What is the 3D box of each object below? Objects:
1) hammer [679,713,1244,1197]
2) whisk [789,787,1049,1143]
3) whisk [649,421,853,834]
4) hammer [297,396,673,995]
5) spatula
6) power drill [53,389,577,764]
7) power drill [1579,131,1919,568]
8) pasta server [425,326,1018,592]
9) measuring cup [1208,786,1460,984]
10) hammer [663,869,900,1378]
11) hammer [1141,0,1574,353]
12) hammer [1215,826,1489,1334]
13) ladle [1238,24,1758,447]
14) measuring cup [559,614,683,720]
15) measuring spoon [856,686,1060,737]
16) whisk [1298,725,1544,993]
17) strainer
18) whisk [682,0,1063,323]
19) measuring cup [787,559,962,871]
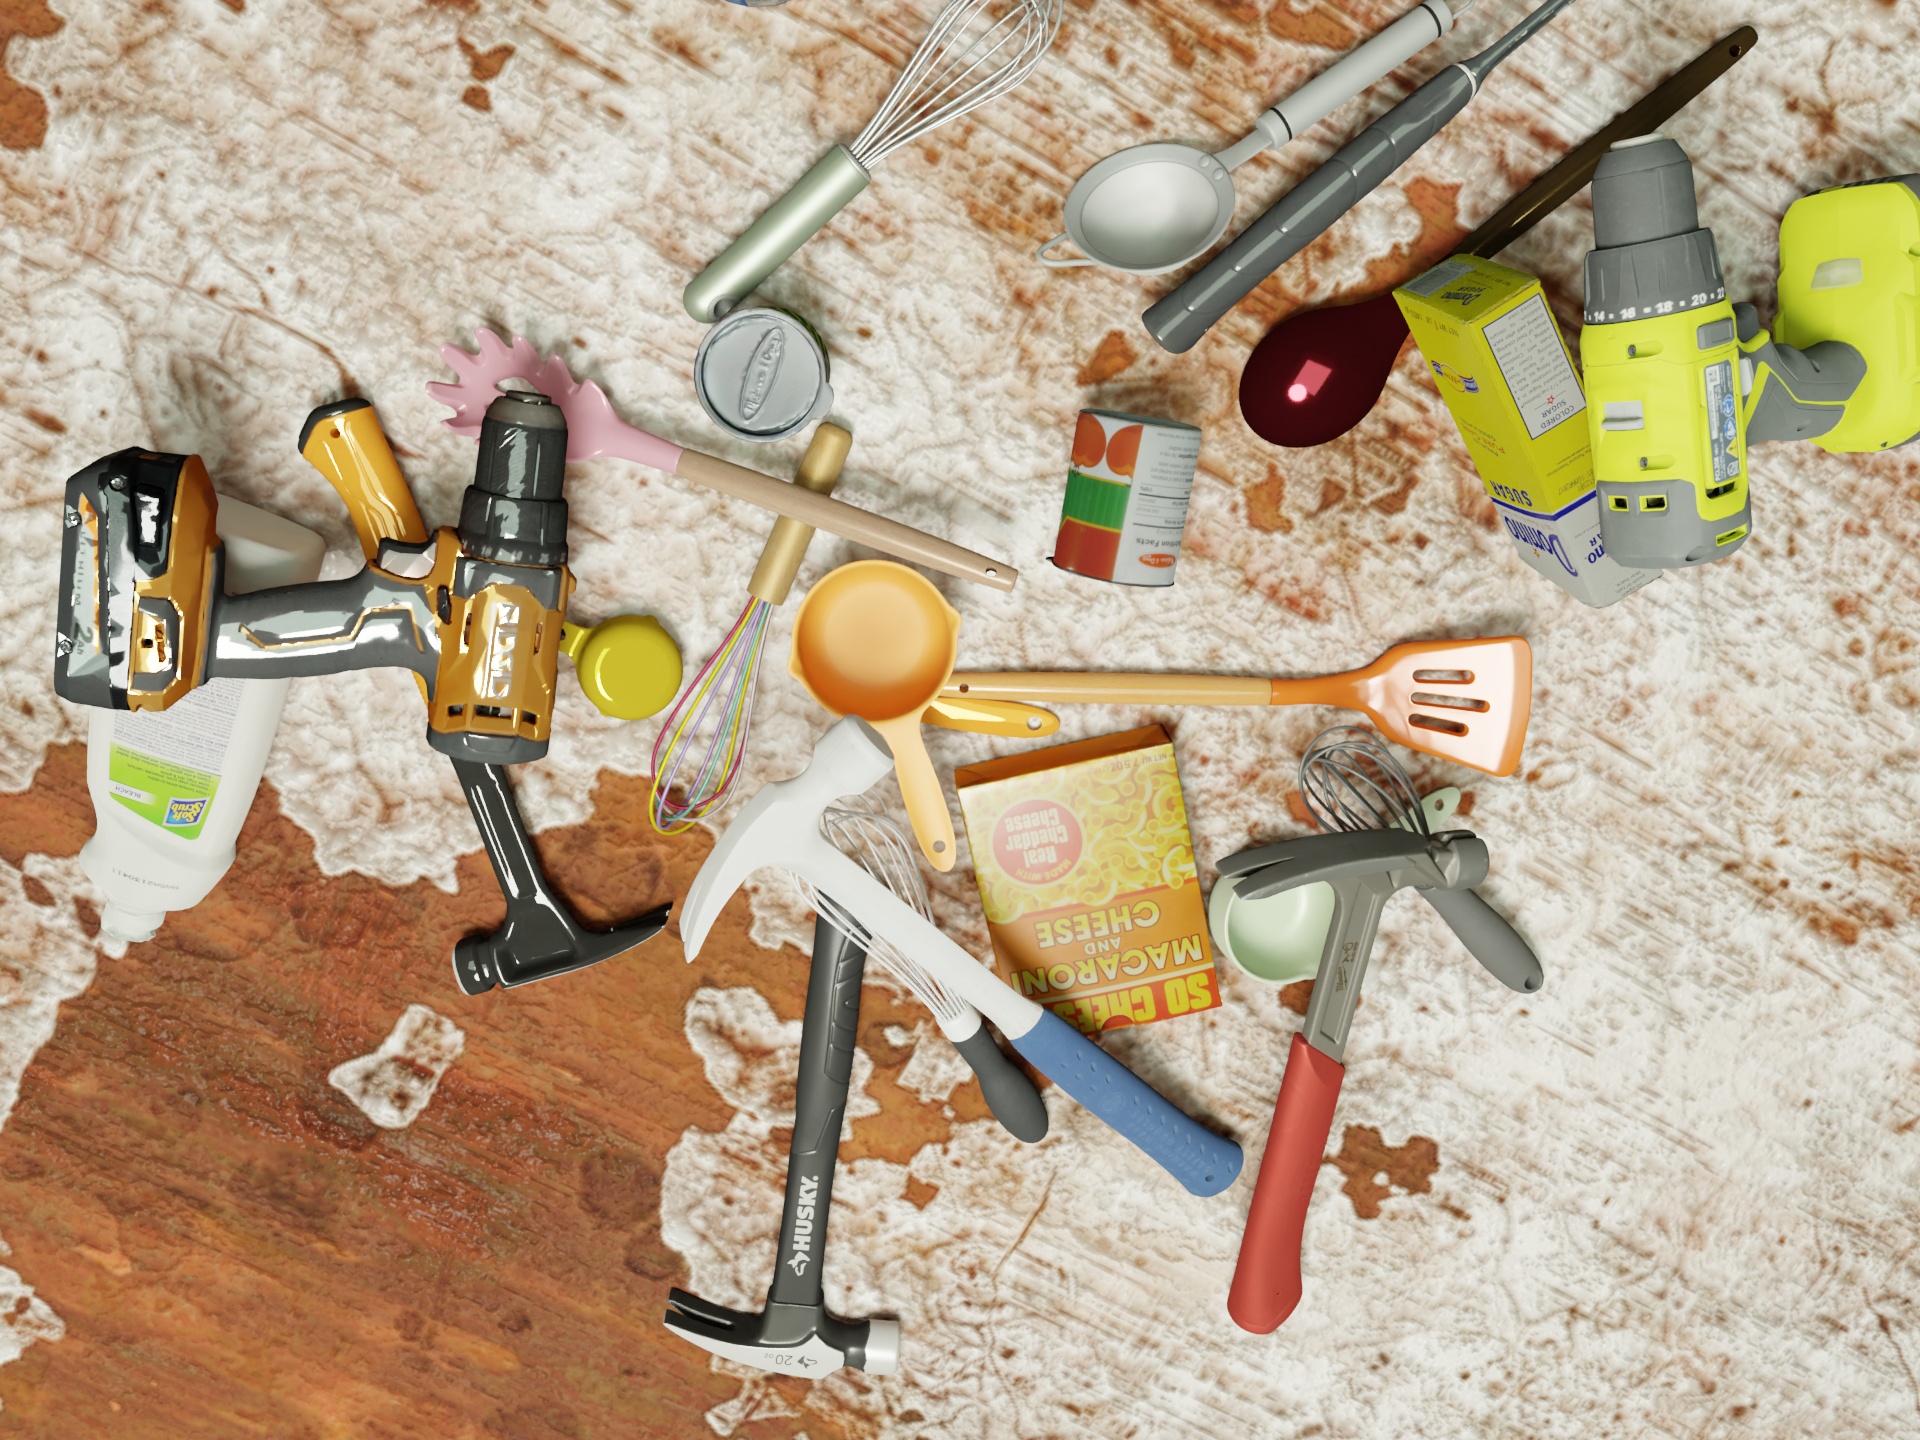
[{"bbox_3d":[0.023,0.161,0.863,0.144,0.035,0.405,-42,122,9],"label":"hammer"},{"bbox_3d":[-0.017,0.147,0.896,0.070,0.070,0.284,-27,119,6],"label":"whisk"},{"bbox_3d":[-0.114,-0.047,0.869,0.047,0.051,0.245,19,101,-29],"label":"whisk"},{"bbox_3d":[-0.271,-0.013,0.872,0.127,0.034,0.336,-16,106,4],"label":"hammer"},{"bbox_3d":[0.149,-0.014,0.882,0.322,0.041,0.081,1,107,-1],"label":"spatula"},{"bbox_3d":[-0.302,-0.080,0.771,0.226,0.084,0.185,7,103,-19],"label":"power drill"},{"bbox_3d":[0.384,-0.191,0.764,0.228,0.080,0.190,-20,106,-29],"label":"power drill"},{"bbox_3d":[-0.120,-0.126,0.821,0.316,0.040,0.060,20,90,2],"label":"pasta server"},{"bbox_3d":[0.216,0.085,0.921,0.167,0.038,0.083,-34,107,-10],"label":"measuring cup"},{"bbox_3d":[-0.091,0.241,0.950,0.146,0.035,0.334,7,105,-4],"label":"hammer"},{"bbox_3d":[0.255,-0.318,0.765,0.409,0.149,0.036,-38,88,16],"label":"hammer"},{"bbox_3d":[0.188,0.217,0.901,0.149,0.037,0.358,-5,122,-18],"label":"hammer"},{"bbox_3d":[0.279,-0.252,0.827,0.315,0.031,0.069,-38,106,7],"label":"ladle"},{"bbox_3d":[-0.219,-0.048,0.845,0.156,0.029,0.062,26,91,-25],"label":"measuring cup"},{"bbox_3d":[-0.001,-0.003,0.895,0.117,0.011,0.021,7,106,-4],"label":"measuring spoon"},{"bbox_3d":[0.266,0.085,0.896,0.055,0.055,0.238,-42,118,9],"label":"whisk"},{"bbox_3d":[0.152,-0.292,0.803,0.258,0.050,0.087,-34,61,2],"label":"strainer"},{"bbox_3d":[-0.048,-0.287,0.799,0.246,0.057,0.059,-39,73,12],"label":"whisk"},{"bbox_3d":[-0.034,-0.004,0.864,0.095,0.052,0.173,-17,100,-1],"label":"measuring cup"}]
